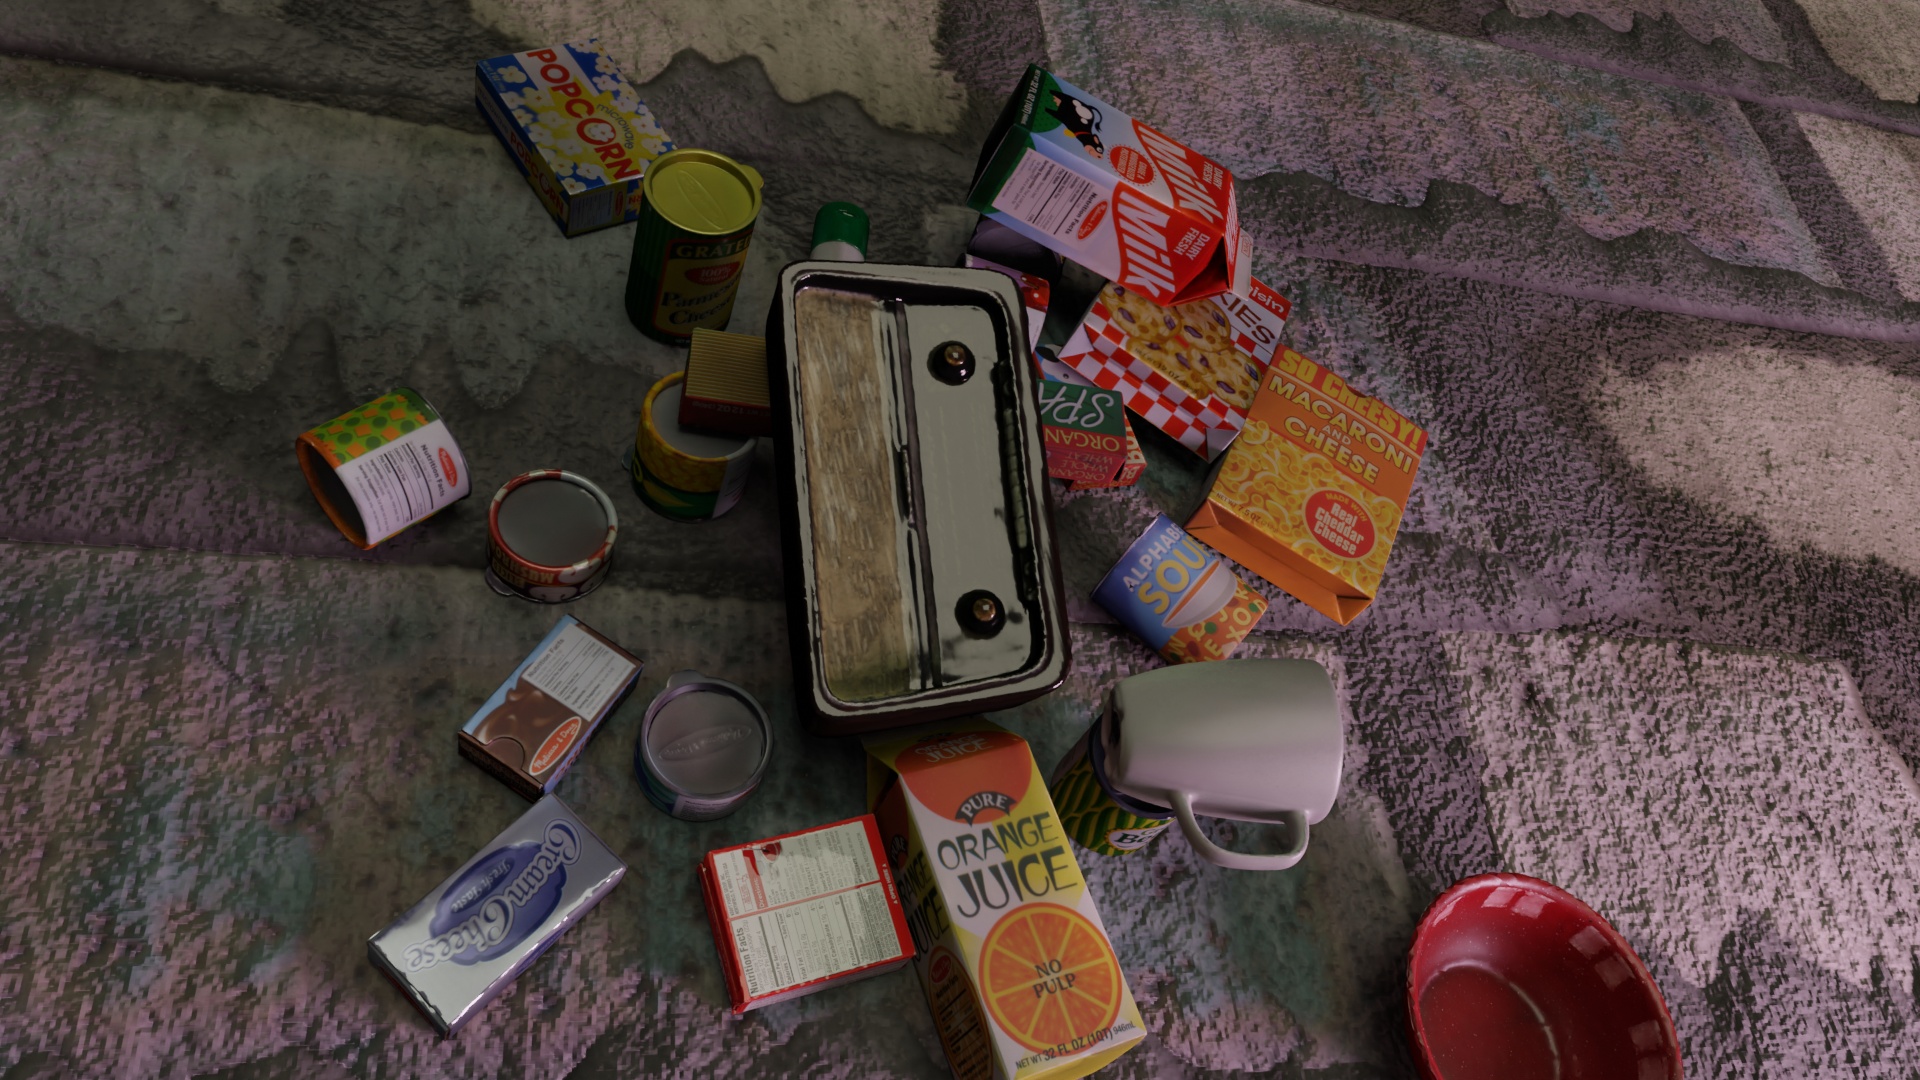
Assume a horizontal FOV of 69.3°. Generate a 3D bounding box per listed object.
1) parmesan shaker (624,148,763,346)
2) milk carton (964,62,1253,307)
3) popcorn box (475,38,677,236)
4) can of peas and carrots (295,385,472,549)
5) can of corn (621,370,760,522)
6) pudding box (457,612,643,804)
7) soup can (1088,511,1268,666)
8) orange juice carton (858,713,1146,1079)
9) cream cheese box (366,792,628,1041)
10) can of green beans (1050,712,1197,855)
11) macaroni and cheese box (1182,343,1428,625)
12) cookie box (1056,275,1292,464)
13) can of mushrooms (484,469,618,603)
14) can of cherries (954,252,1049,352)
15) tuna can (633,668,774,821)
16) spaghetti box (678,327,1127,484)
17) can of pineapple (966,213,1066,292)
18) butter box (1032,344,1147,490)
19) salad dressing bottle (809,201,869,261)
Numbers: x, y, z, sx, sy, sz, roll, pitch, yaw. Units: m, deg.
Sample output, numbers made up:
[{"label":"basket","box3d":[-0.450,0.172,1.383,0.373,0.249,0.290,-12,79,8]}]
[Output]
[{"label":"parmesan shaker","box3d":[-0.158,-0.172,0.823,0.071,0.102,0.071,10,56,-14]},{"label":"milk carton","box3d":[0.107,-0.218,0.894,0.190,0.073,0.073,25,49,-12]},{"label":"popcorn box","box3d":[-0.243,-0.261,0.891,0.085,0.038,0.127,-25,69,-32]},{"label":"can of peas and carrots","box3d":[-0.294,-0.037,0.707,0.071,0.070,0.059,46,55,12]},{"label":"can of corn","box3d":[-0.150,-0.054,0.775,0.071,0.058,0.071,10,55,-14]},{"label":"pudding box","box3d":[-0.201,0.082,0.683,0.050,0.030,0.084,33,53,1]},{"label":"soup can","box3d":[0.129,0.033,0.814,0.084,0.071,0.072,40,53,8]},{"label":"orange juice carton","box3d":[0.011,0.168,0.678,0.072,0.072,0.193,-10,61,-24]},{"label":"cream cheese box","box3d":[-0.208,0.167,0.627,0.053,0.024,0.104,42,54,9]},{"label":"can of green beans","box3d":[0.088,0.128,0.743,0.071,0.057,0.071,10,55,-14]},{"label":"macaroni and cheese box","box3d":[0.234,-0.042,0.923,0.124,0.040,0.167,31,53,0]},{"label":"cookie box","box3d":[0.149,-0.143,0.943,0.123,0.040,0.168,34,45,-3]},{"label":"can of mushrooms","box3d":[-0.217,-0.002,0.731,0.071,0.033,0.071,10,55,-15]},{"label":"can of cherries","box3d":[0.019,-0.147,0.897,0.058,0.071,0.072,15,54,-11]},{"label":"tuna can","box3d":[-0.130,0.102,0.694,0.071,0.032,0.071,10,55,-15]},{"label":"spaghetti box","box3d":[-0.027,-0.073,0.771,0.250,0.028,0.050,7,56,-12]},{"label":"can of pineapple","box3d":[0.042,-0.208,0.944,0.071,0.070,0.058,22,52,-6]},{"label":"butter box","box3d":[0.078,-0.082,0.901,0.053,0.024,0.104,-5,60,-24]},{"label":"salad dressing bottle","box3d":[-0.081,-0.151,0.875,0.064,0.043,0.148,13,54,-14]}]
